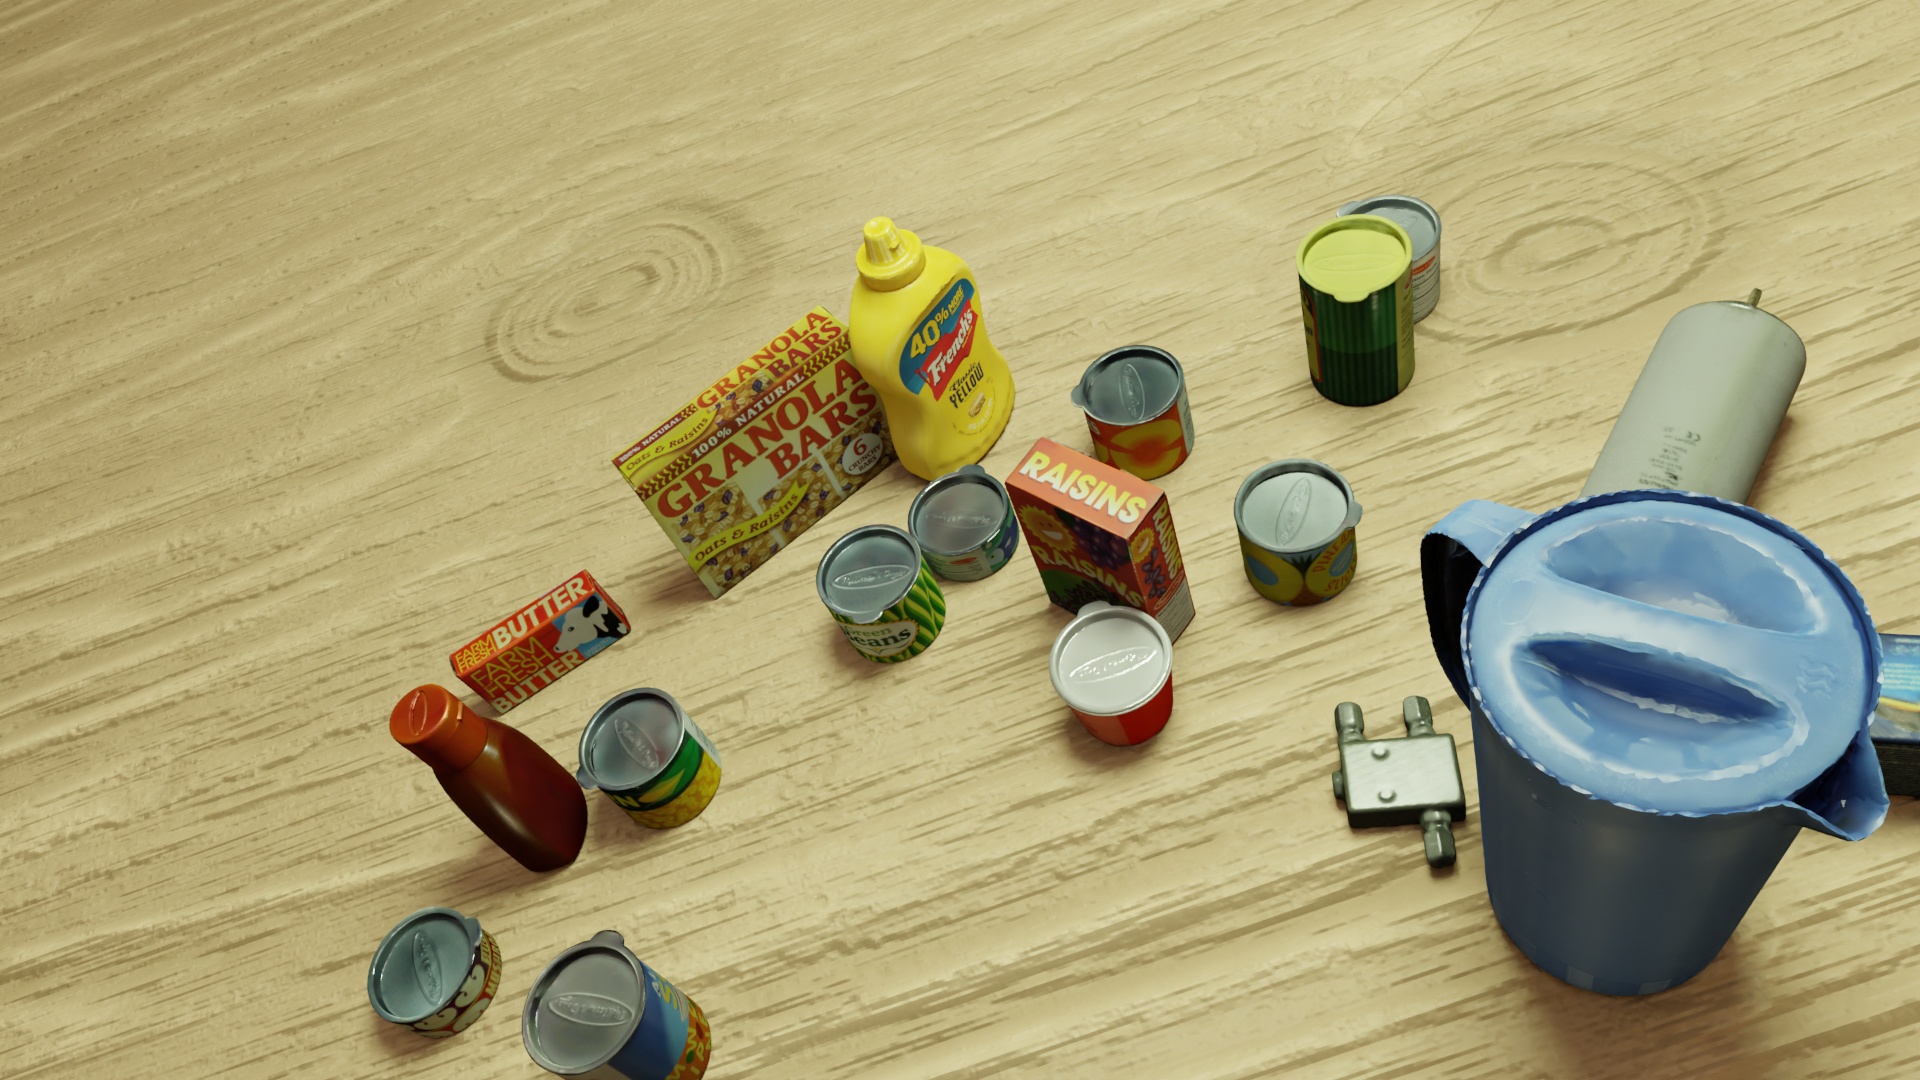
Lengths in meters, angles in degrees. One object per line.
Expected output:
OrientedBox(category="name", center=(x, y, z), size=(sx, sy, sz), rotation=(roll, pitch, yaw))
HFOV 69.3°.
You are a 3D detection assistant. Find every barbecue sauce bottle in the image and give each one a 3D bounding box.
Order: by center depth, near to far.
OrientedBox(category="barbecue sauce bottle", center=(-0.266, 0.132, 0.791), size=(0.043, 0.148, 0.065), rotation=(-17, 51, 6))

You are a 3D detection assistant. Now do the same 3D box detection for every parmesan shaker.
OrientedBox(category="parmesan shaker", center=(0.242, -0.136, 0.848), size=(0.071, 0.102, 0.071), rotation=(-9, 53, 12))

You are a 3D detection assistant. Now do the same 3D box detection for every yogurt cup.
OrientedBox(category="yogurt cup", center=(0.087, 0.078, 0.772), size=(0.072, 0.053, 0.073), rotation=(-9, 53, 12))

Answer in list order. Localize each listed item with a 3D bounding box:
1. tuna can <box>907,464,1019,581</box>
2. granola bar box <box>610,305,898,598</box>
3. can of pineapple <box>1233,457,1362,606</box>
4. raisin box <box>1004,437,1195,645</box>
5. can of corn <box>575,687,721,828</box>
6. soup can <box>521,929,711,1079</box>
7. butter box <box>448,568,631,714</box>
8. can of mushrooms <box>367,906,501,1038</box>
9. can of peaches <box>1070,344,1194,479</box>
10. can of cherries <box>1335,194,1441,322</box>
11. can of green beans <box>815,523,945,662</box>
OrientedBox(category="tuna can", center=(0.003, -0.011, 0.881), size=(0.071, 0.032, 0.071), rotation=(-9, 53, 12))
OrientedBox(category="granola bar box", center=(-0.126, -0.056, 0.899), size=(0.166, 0.123, 0.039), rotation=(-39, 52, -11))
OrientedBox(category="can of pineapple", center=(0.194, -0.003, 0.795), size=(0.071, 0.057, 0.071), rotation=(-9, 53, 12))
OrientedBox(category="raisin box", center=(0.081, 0.005, 0.784), size=(0.086, 0.123, 0.040), rotation=(28, 68, 33))
OrientedBox(category="can of corn", center=(-0.184, 0.131, 0.822), size=(0.071, 0.058, 0.071), rotation=(-9, 53, 12))
OrientedBox(category="soup can", center=(-0.173, 0.249, 0.714), size=(0.071, 0.083, 0.072), rotation=(-9, 53, 12))
OrientedBox(category="butter box", center=(-0.272, 0.067, 0.903), size=(0.103, 0.053, 0.024), rotation=(-33, 51, -7))
OrientedBox(category="can of mushrooms", center=(-0.297, 0.245, 0.791), size=(0.071, 0.033, 0.071), rotation=(-9, 53, 12))
OrientedBox(category="can of peaches", center=(0.110, -0.080, 0.880), size=(0.071, 0.057, 0.071), rotation=(-9, 53, 12))
OrientedBox(category="can of cherries", center=(0.275, -0.181, 0.899), size=(0.071, 0.058, 0.072), rotation=(-9, 53, 12))
OrientedBox(category="can of green beans", center=(-0.048, 0.033, 0.849), size=(0.071, 0.057, 0.071), rotation=(-9, 53, 12))
